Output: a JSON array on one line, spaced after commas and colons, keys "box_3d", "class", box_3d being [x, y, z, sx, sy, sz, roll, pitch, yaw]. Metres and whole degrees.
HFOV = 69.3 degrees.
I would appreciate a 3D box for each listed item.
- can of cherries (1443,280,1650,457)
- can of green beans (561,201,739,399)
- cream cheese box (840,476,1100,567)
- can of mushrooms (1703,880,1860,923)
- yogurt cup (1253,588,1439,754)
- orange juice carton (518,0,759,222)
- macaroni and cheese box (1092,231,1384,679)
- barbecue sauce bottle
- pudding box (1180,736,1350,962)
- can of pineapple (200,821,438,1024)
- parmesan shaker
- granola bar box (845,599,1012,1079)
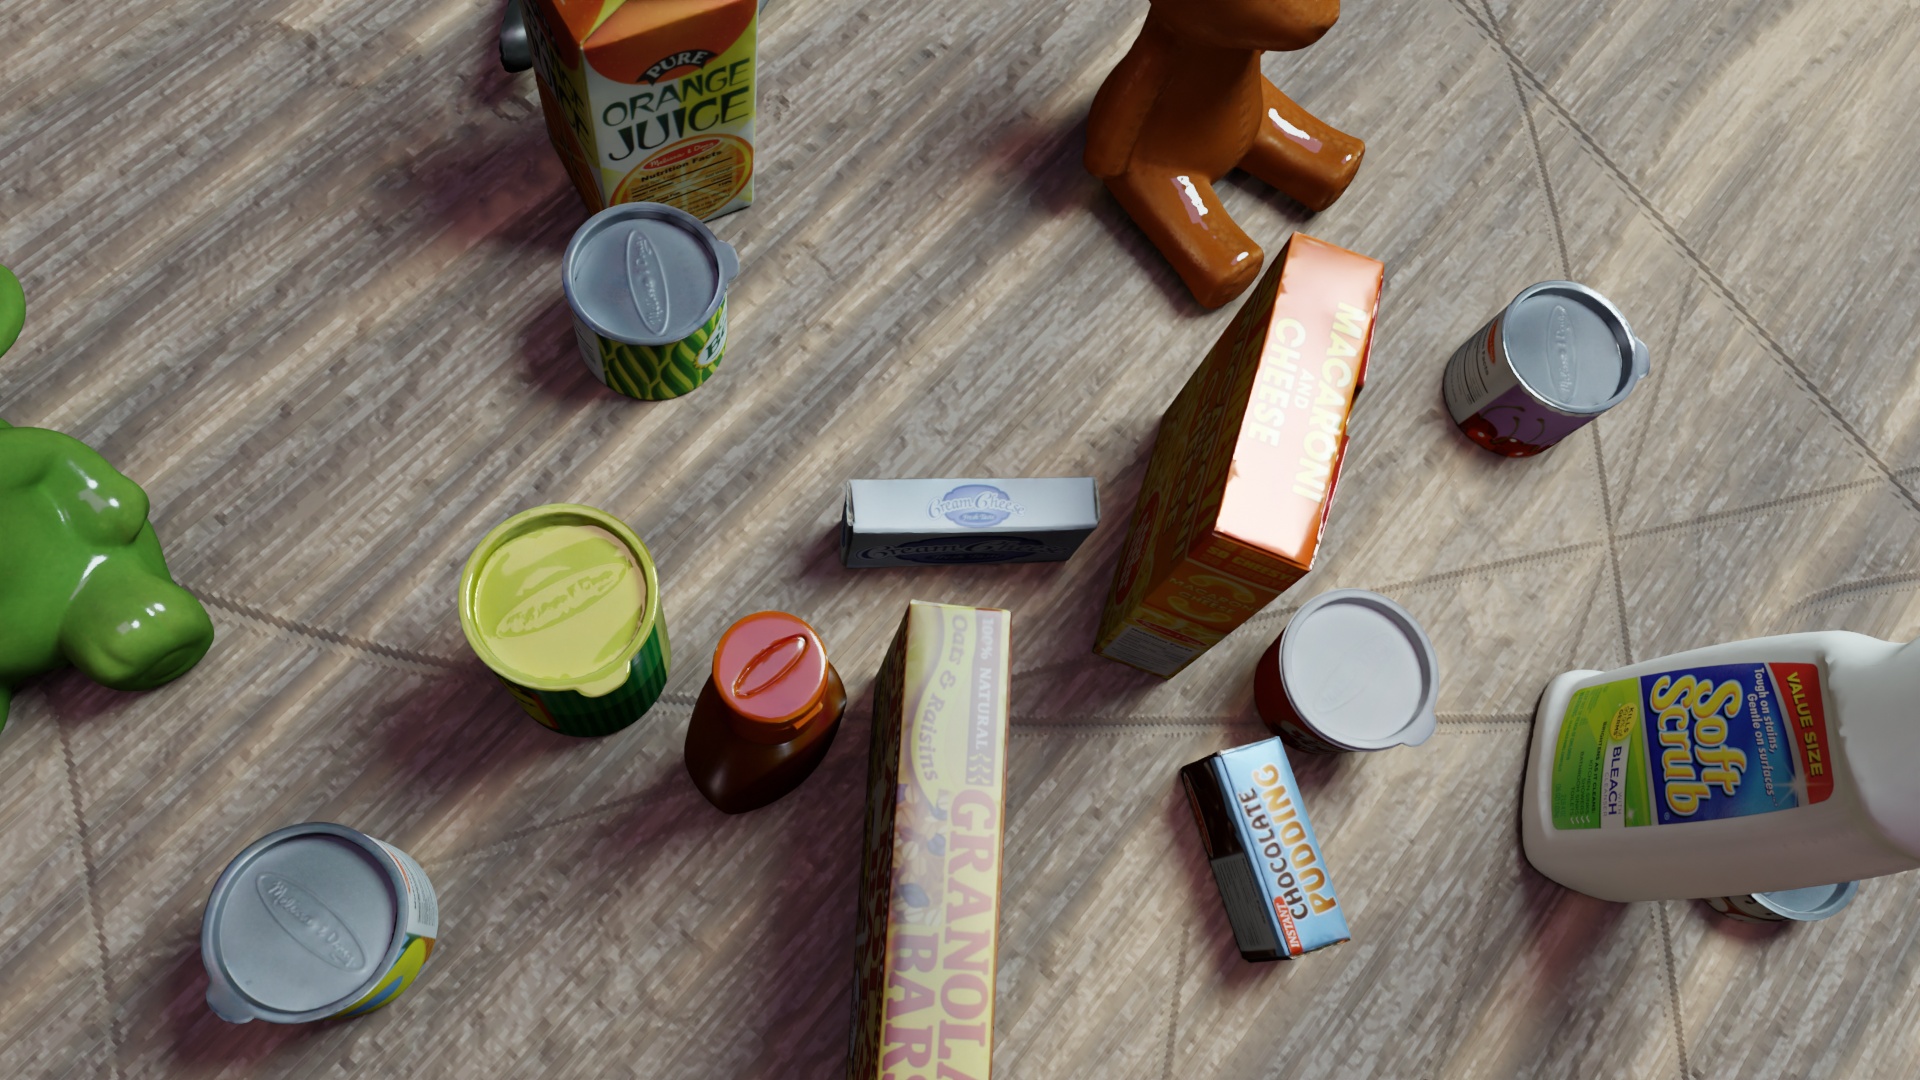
[{"box_3d": [0.272, -0.078, 0.648, 0.071, 0.058, 0.071, 3, 71, -8], "class": "can of cherries"}, {"box_3d": [-0.132, -0.100, 0.591, 0.071, 0.057, 0.071, 3, 71, -8], "class": "can of green beans"}, {"box_3d": [0.002, -0.007, 0.584, 0.104, 0.053, 0.024, -1, 72, -9], "class": "cream cheese box"}, {"box_3d": [0.348, 0.131, 0.603, 0.071, 0.033, 0.071, 3, 71, -8], "class": "can of mushrooms"}, {"box_3d": [0.159, 0.059, 0.586, 0.072, 0.053, 0.072, 3, 71, -8], "class": "yogurt cup"}, {"box_3d": [-0.129, -0.200, 0.553, 0.073, 0.192, 0.072, -26, 78, -16], "class": "orange juice carton"}, {"box_3d": [0.105, -0.025, 0.546, 0.040, 0.166, 0.124, 20, 70, -2], "class": "macaroni and cheese box"}, {"box_3d": [-0.069, 0.062, 0.498, 0.065, 0.148, 0.044, -39, 82, -18], "class": "barbecue sauce bottle"}, {"box_3d": [0.121, 0.125, 0.560, 0.030, 0.049, 0.084, -14, 74, -13], "class": "pudding box"}, {"box_3d": [-0.227, 0.138, 0.495, 0.071, 0.057, 0.071, 3, 71, -8], "class": "can of pineapple"}, {"box_3d": [-0.143, 0.036, 0.519, 0.071, 0.102, 0.071, 3, 72, -8], "class": "parmesan shaker"}, {"box_3d": [-0.013, 0.117, 0.502, 0.039, 0.123, 0.166, 6, 71, -7], "class": "granola bar box"}]
